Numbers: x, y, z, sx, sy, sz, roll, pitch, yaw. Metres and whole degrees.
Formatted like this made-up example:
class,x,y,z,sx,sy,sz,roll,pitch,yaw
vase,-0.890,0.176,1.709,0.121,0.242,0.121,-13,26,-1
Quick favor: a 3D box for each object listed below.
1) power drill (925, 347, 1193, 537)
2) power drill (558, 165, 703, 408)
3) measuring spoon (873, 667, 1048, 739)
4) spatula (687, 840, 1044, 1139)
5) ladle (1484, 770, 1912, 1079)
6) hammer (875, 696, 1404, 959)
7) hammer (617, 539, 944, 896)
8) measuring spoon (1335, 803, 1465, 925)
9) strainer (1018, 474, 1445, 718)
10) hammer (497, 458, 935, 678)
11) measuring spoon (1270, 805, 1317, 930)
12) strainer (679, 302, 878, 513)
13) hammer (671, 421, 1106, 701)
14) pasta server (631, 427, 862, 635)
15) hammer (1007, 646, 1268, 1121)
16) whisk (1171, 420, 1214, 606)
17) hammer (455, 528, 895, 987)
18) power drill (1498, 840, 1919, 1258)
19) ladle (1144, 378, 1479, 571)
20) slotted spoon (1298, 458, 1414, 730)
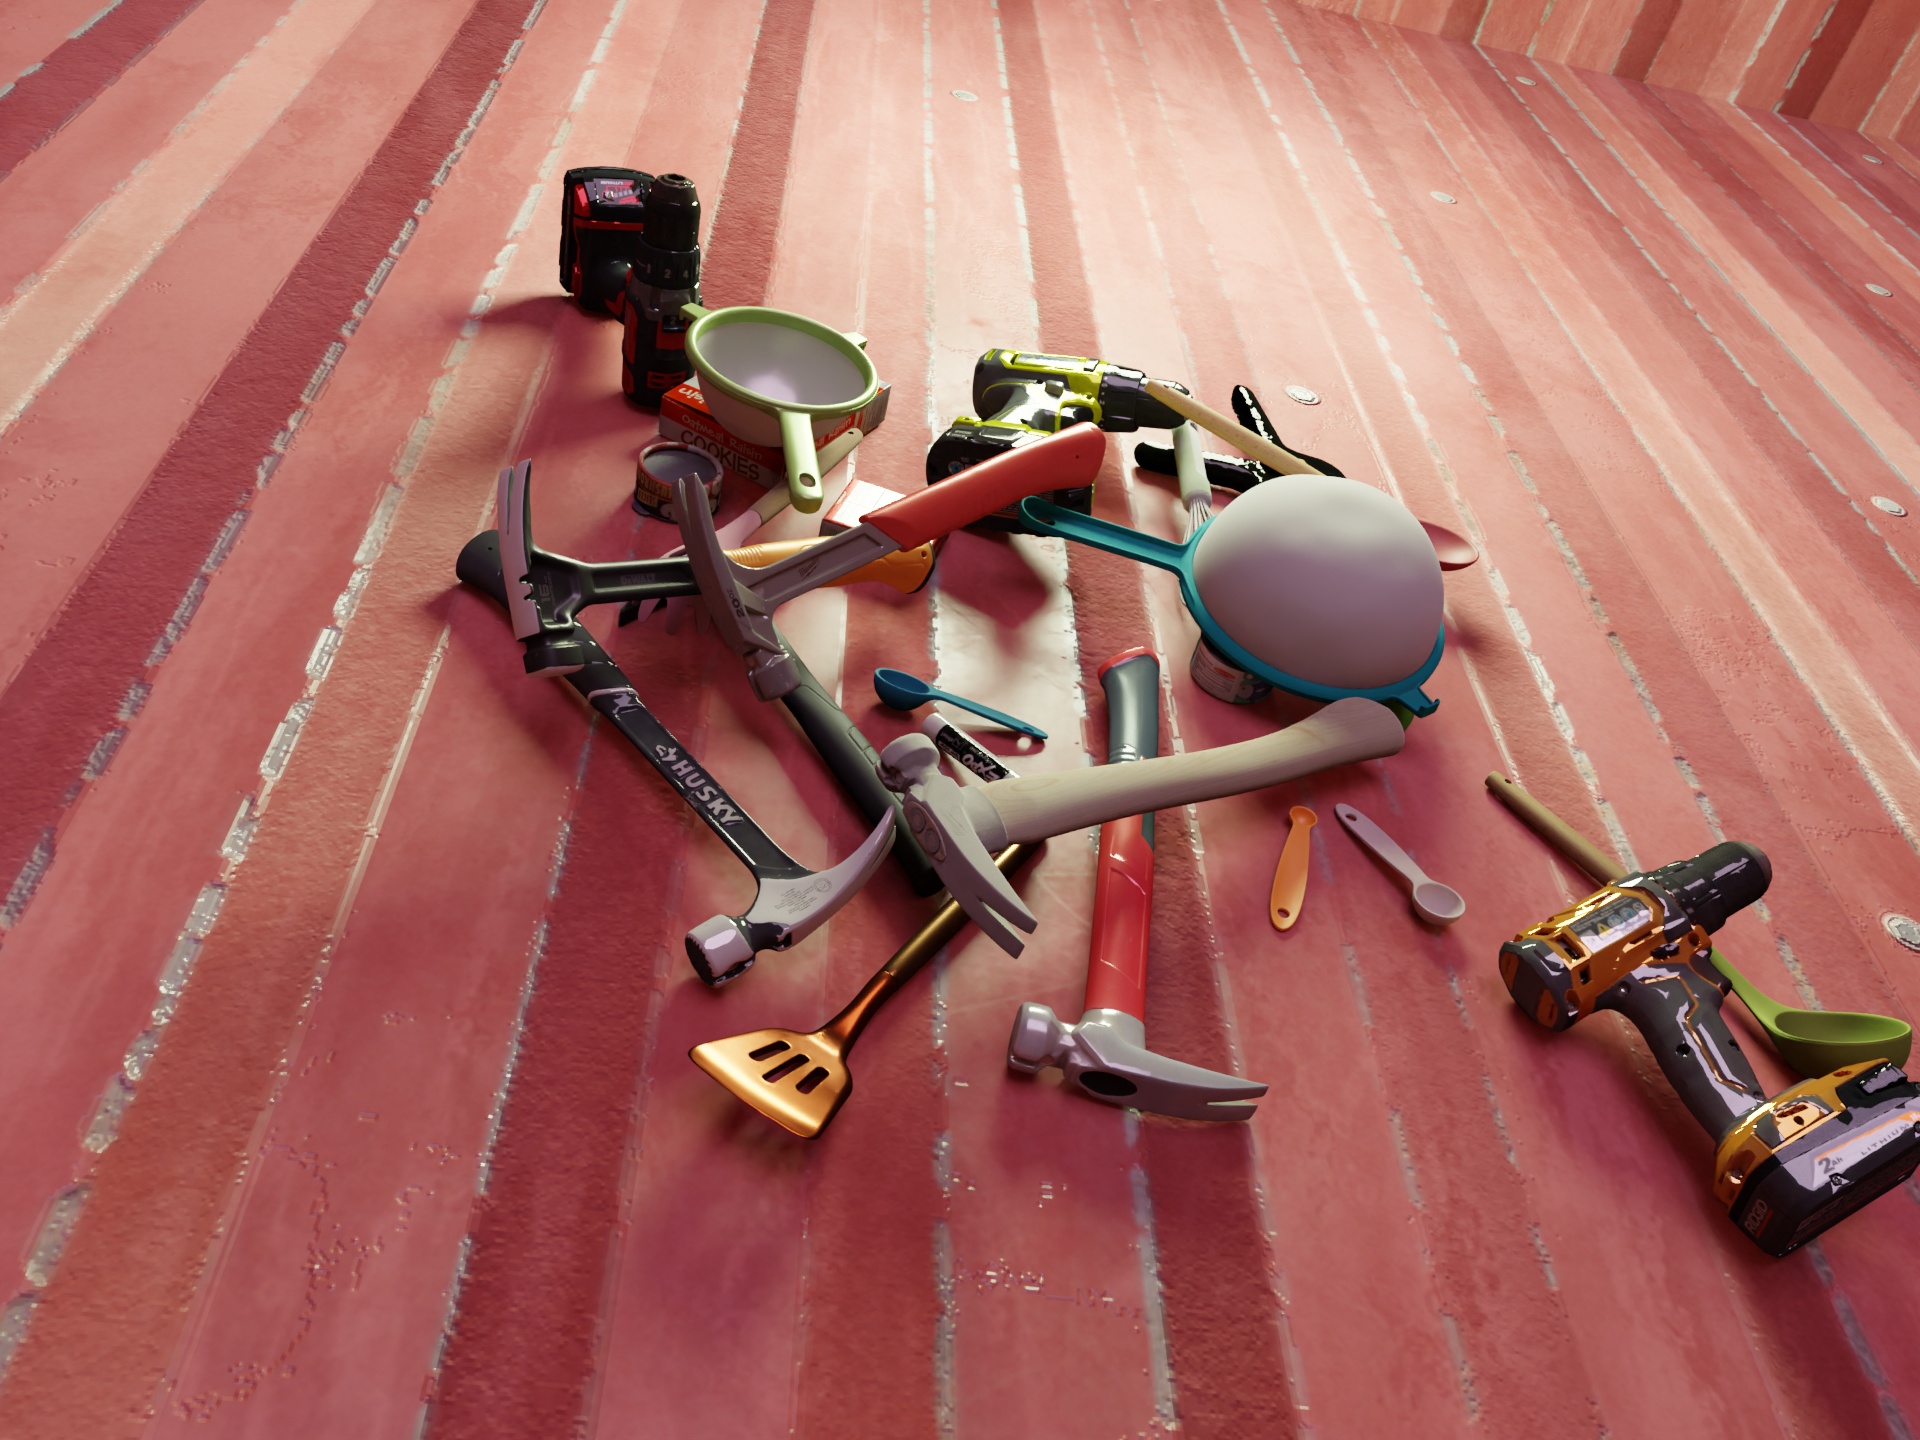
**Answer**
class,x,y,z,sx,sy,sz,roll,pitch,yaw
power drill,0.083,-0.241,1.332,0.190,0.080,0.229,10,37,15
power drill,-0.270,-0.391,1.332,0.080,0.187,0.227,-6,40,-26
measuring spoon,-0.002,-0.003,1.094,0.128,0.021,0.042,20,16,-8
spatula,-0.026,0.129,0.906,0.081,0.041,0.322,30,40,18
ladle,0.482,0.126,1.070,0.078,0.062,0.320,-7,41,-39
hammer,0.149,0.044,1.012,0.410,0.038,0.146,-10,50,-36
hammer,-0.102,-0.008,1.048,0.146,0.035,0.335,-14,48,-32
measuring spoon,0.292,0.098,1.075,0.034,0.018,0.124,-9,38,-27
strainer,0.216,-0.136,1.185,0.340,0.095,0.211,16,47,-2
hammer,-0.145,-0.107,1.044,0.034,0.127,0.336,-11,-1,45
measuring spoon,0.219,0.098,1.052,0.021,0.011,0.117,19,43,6
strainer,-0.134,-0.219,1.198,0.151,0.069,0.257,5,42,-19
hammer,-0.030,-0.149,1.093,0.359,0.149,0.037,-30,15,-37
pasta server,-0.141,-0.150,1.159,0.060,0.040,0.316,24,35,8
hammer,0.121,0.083,1.013,0.143,0.038,0.387,15,39,-3
whisk,0.198,-0.176,1.321,0.057,0.059,0.247,42,32,-34
hammer,-0.203,-0.006,1.000,0.149,0.036,0.409,-29,54,-27
power drill,0.465,0.178,0.949,0.185,0.084,0.226,-25,49,-12
ladle,0.292,-0.205,1.334,0.315,0.031,0.069,29,35,-5
slotted spoon,0.307,-0.112,1.286,0.070,0.031,0.314,9,45,-16
